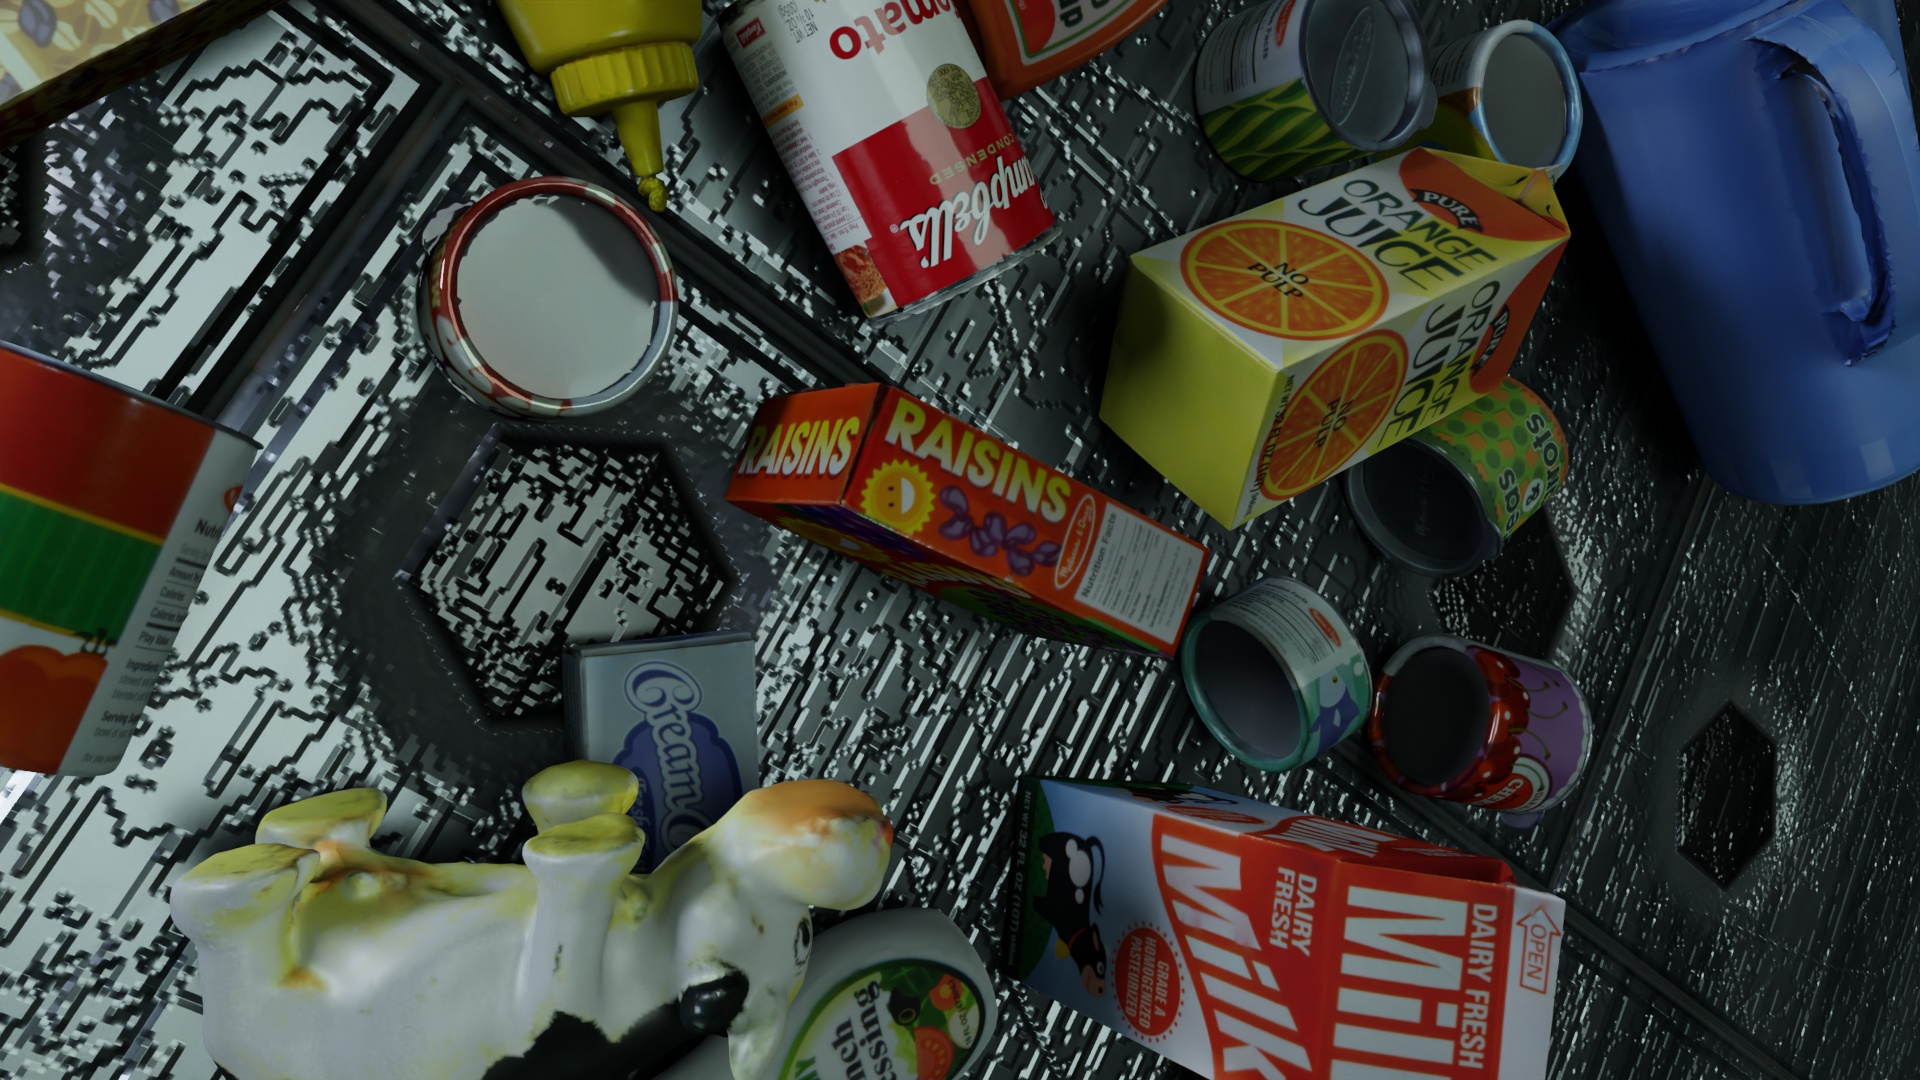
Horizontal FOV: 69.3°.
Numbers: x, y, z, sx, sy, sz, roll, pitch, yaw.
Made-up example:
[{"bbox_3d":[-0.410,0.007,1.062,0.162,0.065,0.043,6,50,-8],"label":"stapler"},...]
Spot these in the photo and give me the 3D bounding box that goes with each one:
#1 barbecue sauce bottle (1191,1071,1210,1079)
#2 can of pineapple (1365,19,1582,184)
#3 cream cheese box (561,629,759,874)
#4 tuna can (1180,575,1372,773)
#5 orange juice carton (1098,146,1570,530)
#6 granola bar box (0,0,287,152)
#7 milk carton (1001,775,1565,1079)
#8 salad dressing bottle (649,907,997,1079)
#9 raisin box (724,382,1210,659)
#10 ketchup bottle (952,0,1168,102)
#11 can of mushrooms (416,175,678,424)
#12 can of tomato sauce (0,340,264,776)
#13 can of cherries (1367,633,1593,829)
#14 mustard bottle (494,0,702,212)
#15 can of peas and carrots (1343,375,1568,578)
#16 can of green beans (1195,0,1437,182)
[{"bbox_3d":[0.117,0.197,0.523,0.065,0.043,0.149,31,76,-21],"label":"barbecue sauce bottle"},{"bbox_3d":[0.209,-0.169,0.565,0.071,0.058,0.071,-1,91,-31],"label":"can of pineapple"},{"bbox_3d":[-0.087,0.080,0.411,0.053,0.024,0.103,-3,92,-31],"label":"cream cheese box"},{"bbox_3d":[0.113,0.051,0.508,0.033,0.071,0.071,-24,103,-27],"label":"tuna can"},{"bbox_3d":[0.148,-0.084,0.506,0.193,0.073,0.071,-25,143,-28],"label":"orange juice carton"},{"bbox_3d":[-0.229,-0.164,0.315,0.166,0.039,0.124,-42,110,-24],"label":"granola bar box"},{"bbox_3d":[0.096,0.122,0.424,0.073,0.190,0.072,8,87,-31],"label":"milk carton"},{"bbox_3d":[-0.060,0.164,0.417,0.148,0.044,0.064,-23,107,-28],"label":"salad dressing bottle"},{"bbox_3d":[0.002,-0.005,0.427,0.123,0.086,0.040,25,80,-29],"label":"raisin box"},{"bbox_3d":[0.050,-0.205,0.479,0.149,0.043,0.064,-34,107,-27],"label":"ketchup bottle"},{"bbox_3d":[-0.116,-0.068,0.387,0.071,0.033,0.071,-1,92,-31],"label":"can of mushrooms"},{"bbox_3d":[-0.210,0.003,0.313,0.071,0.071,0.083,24,79,-29],"label":"can of tomato sauce"},{"bbox_3d":[0.209,0.077,0.562,0.058,0.071,0.071,16,83,-30],"label":"can of cherries"},{"bbox_3d":[-0.103,-0.169,0.378,0.049,0.065,0.159,-42,123,-66],"label":"mustard bottle"},{"bbox_3d":[0.199,-0.027,0.554,0.059,0.071,0.070,-35,108,-26],"label":"can of peas and carrots"},{"bbox_3d":[0.131,-0.172,0.519,0.071,0.058,0.071,0,91,-31],"label":"can of green beans"}]
